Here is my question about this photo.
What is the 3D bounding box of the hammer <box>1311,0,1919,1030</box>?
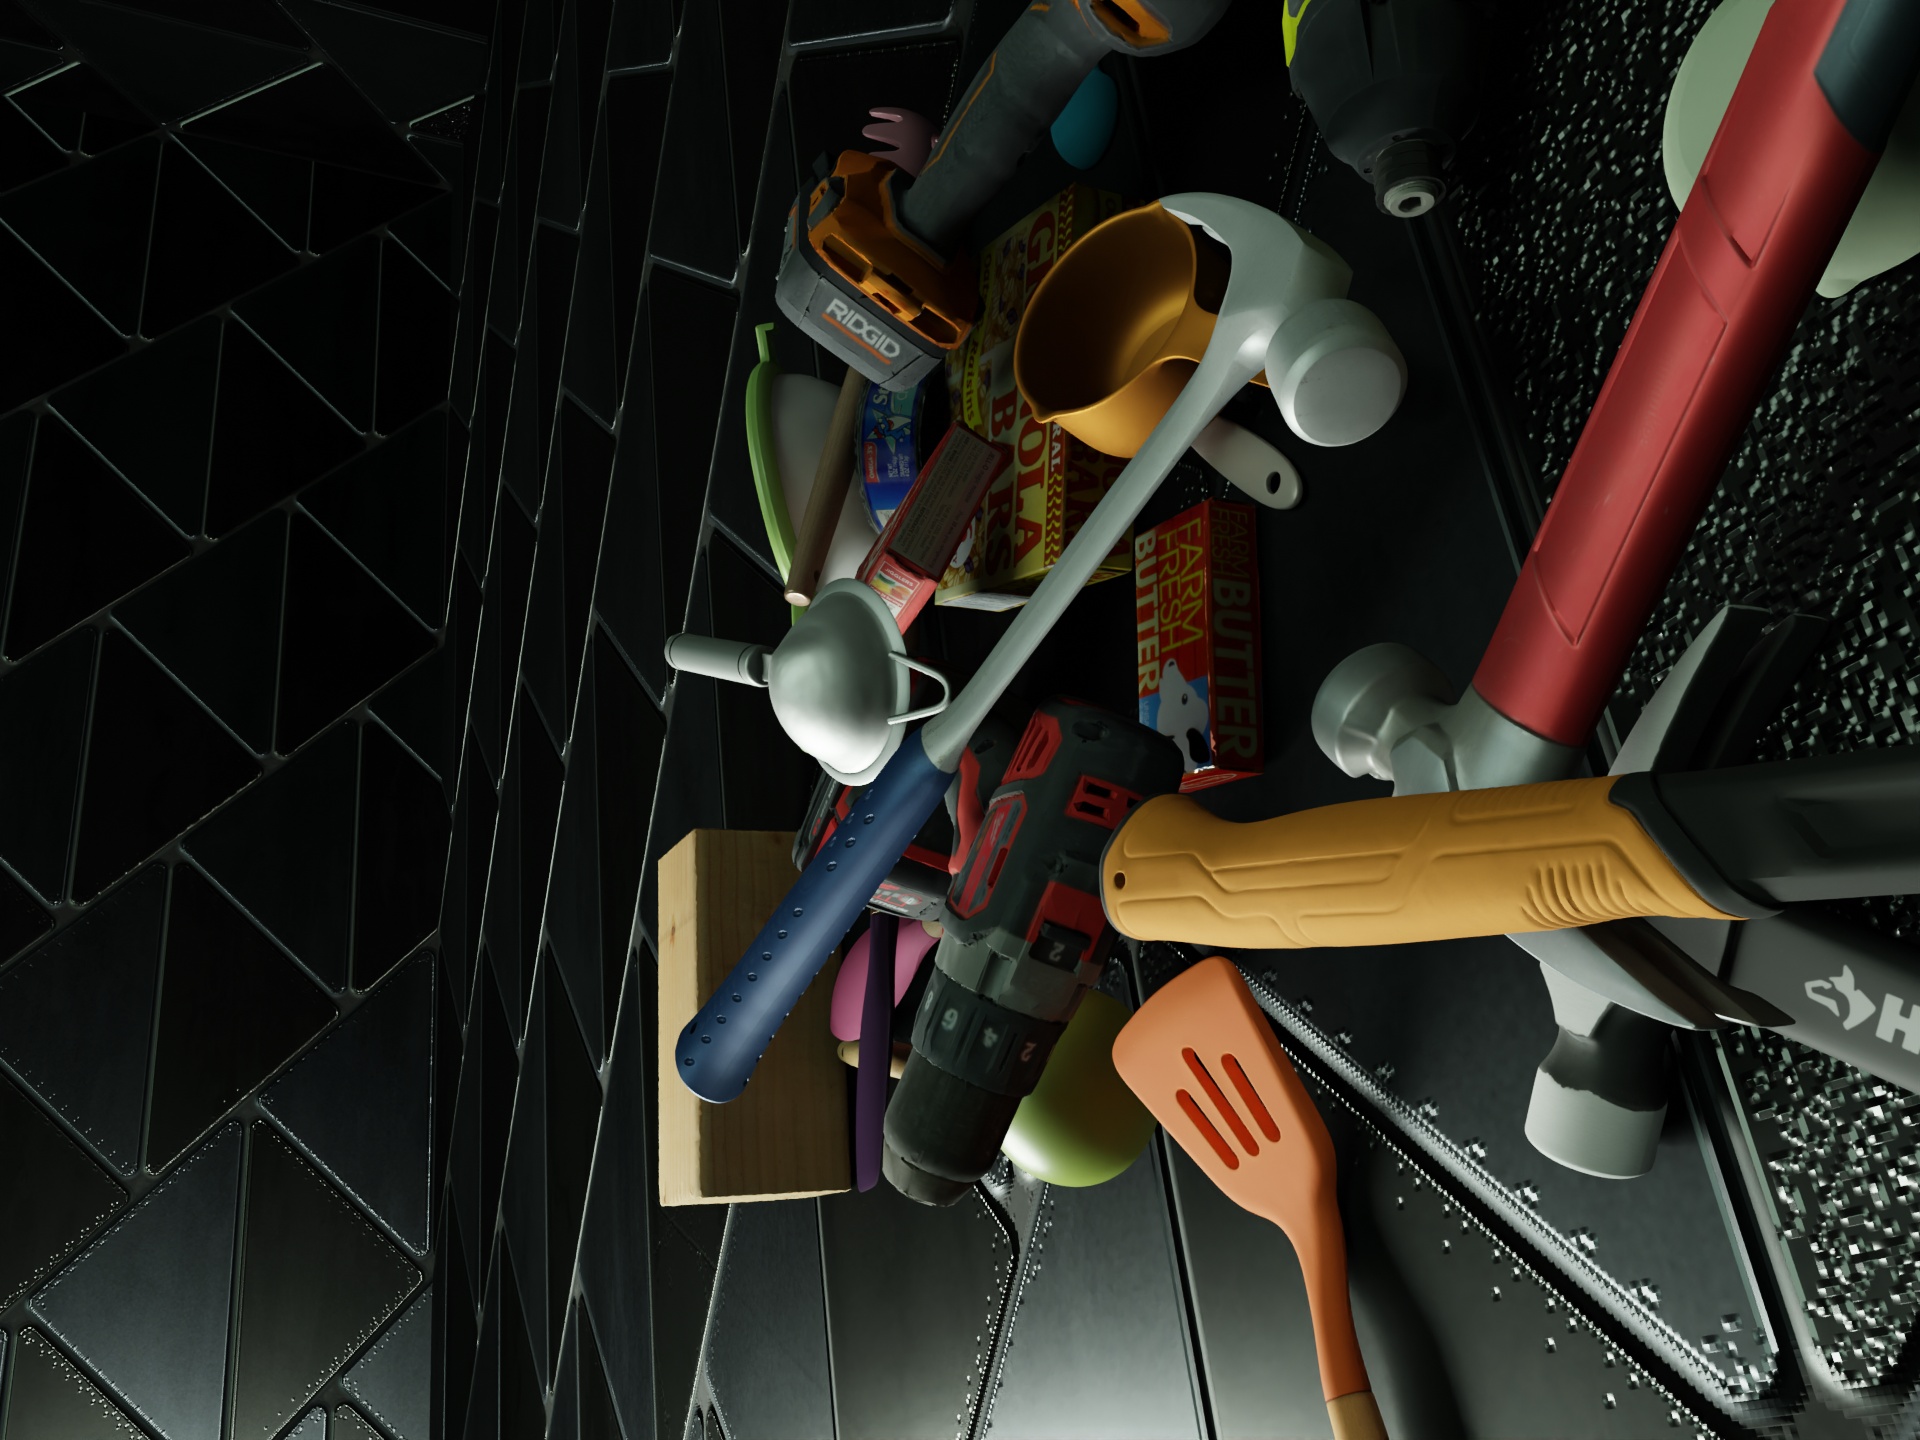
[{"bbox_3d":[0.185,-0.125,0.316,0.143,0.038,0.386,52,132,53],"label":"hammer"}]

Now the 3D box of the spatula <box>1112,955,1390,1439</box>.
[{"bbox_3d":[0.117,0.230,0.477,0.081,0.041,0.323,-54,40,46],"label":"spatula"}]

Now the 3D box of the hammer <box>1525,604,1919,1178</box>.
[{"bbox_3d":[0.234,0.076,0.266,0.335,0.035,0.146,-150,67,-62],"label":"hammer"}]

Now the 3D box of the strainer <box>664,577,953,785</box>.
[{"bbox_3d":[-0.089,-0.022,0.715,0.258,0.050,0.087,12,102,59],"label":"strainer"}]

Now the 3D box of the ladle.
[{"bbox_3d":[0.000,0.163,0.748,0.320,0.062,0.078,156,118,-69],"label":"ladle"}]

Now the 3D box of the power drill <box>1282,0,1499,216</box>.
[{"bbox_3d":[0.157,-0.261,0.428,0.223,0.080,0.171,134,137,-67],"label":"power drill"}]

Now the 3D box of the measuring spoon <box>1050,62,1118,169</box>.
[{"bbox_3d":[0.050,-0.317,0.739,0.042,0.021,0.129,-31,59,59],"label":"measuring spoon"}]

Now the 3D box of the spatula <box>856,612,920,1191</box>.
[{"bbox_3d":[-0.037,0.075,0.808,0.059,0.018,0.316,129,148,-63],"label":"spatula"}]

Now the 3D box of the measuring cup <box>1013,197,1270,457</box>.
[{"bbox_3d":[0.093,-0.130,0.579,0.174,0.052,0.095,32,94,48],"label":"measuring cup"}]

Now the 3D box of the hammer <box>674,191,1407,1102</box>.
[{"bbox_3d":[-0.001,-0.002,0.563,0.405,0.035,0.144,-53,27,31],"label":"hammer"}]

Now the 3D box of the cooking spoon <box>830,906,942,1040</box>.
[{"bbox_3d":[-0.002,0.089,0.769,0.318,0.017,0.069,-43,32,52],"label":"cooking spoon"}]

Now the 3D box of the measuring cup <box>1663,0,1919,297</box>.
[{"bbox_3d":[0.219,-0.136,0.332,0.168,0.038,0.083,-154,71,-65],"label":"measuring cup"}]

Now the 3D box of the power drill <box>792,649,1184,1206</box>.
[{"bbox_3d":[-0.002,0.069,0.643,0.188,0.080,0.227,-67,20,3],"label":"power drill"}]

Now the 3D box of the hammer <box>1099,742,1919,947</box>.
[{"bbox_3d":[0.131,0.035,0.325,0.337,0.034,0.127,-15,72,61],"label":"hammer"}]

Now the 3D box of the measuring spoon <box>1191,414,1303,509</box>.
[{"bbox_3d":[0.094,-0.109,0.614,0.124,0.018,0.034,53,132,54],"label":"measuring spoon"}]

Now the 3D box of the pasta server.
[{"bbox_3d":[-0.050,-0.194,0.811,0.040,0.060,0.316,-1,61,27],"label":"pasta server"}]

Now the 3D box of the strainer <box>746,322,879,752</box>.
[{"bbox_3d":[-0.055,-0.086,0.815,0.151,0.069,0.257,70,-170,-45],"label":"strainer"}]

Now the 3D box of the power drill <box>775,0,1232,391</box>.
[{"bbox_3d":[0.018,-0.266,0.676,0.226,0.084,0.164,-45,26,27],"label":"power drill"}]
